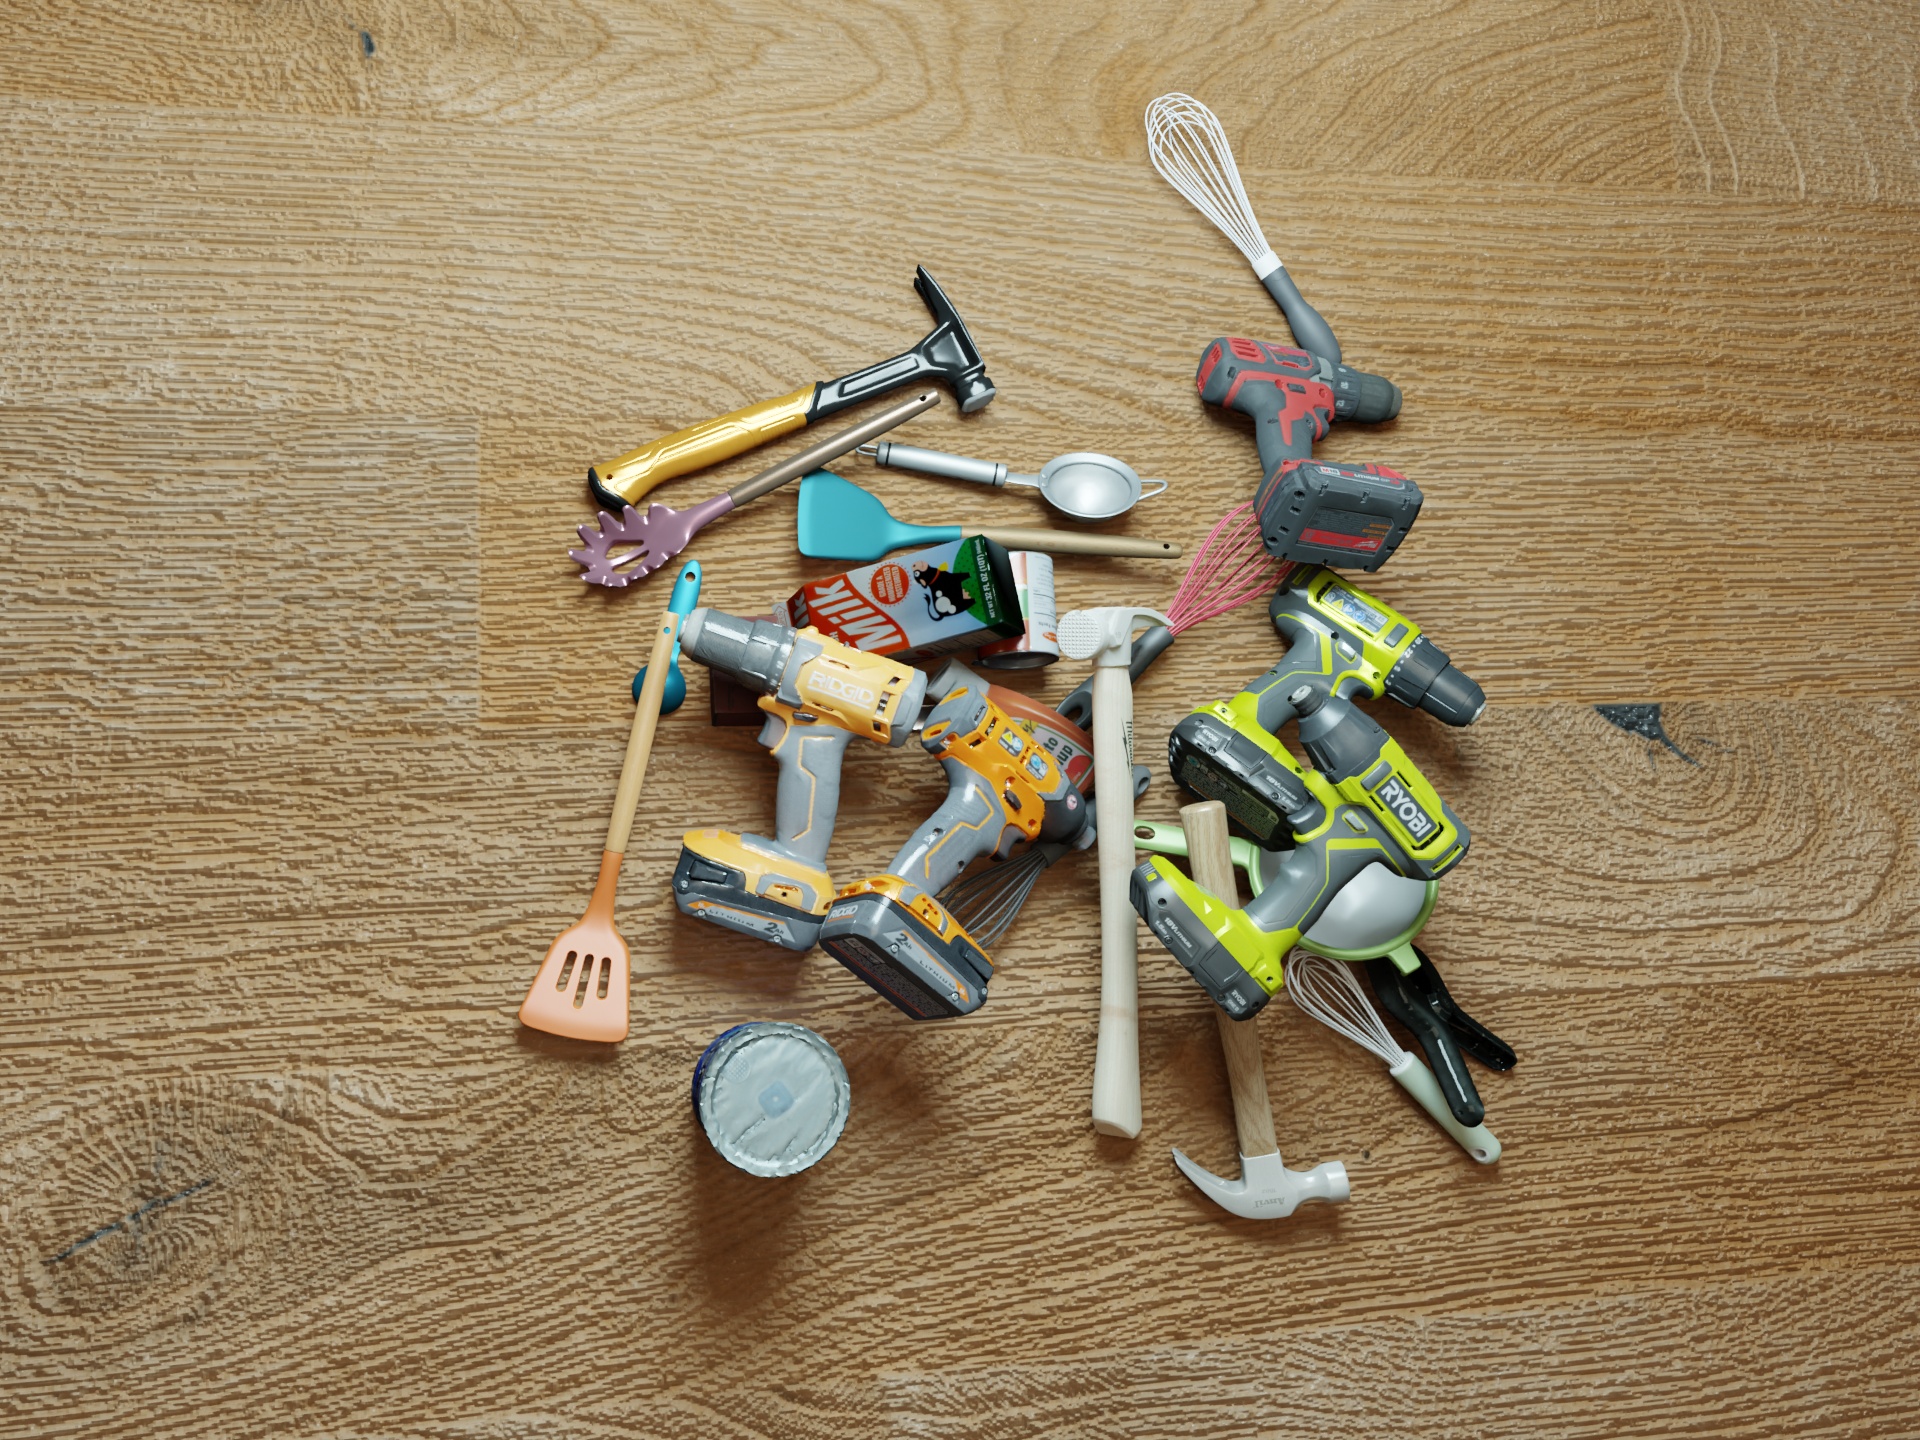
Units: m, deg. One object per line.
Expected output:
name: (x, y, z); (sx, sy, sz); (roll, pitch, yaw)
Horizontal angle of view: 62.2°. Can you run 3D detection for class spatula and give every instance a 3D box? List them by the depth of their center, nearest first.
spatula: (-0.253, 0.075, 1.191); (0.081, 0.041, 0.322); (13, 87, -9)
spatula: (0.027, -0.153, 1.294); (0.317, 0.044, 0.082); (3, 69, -5)

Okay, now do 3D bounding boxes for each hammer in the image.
hammer: (0.126, 0.117, 1.236); (0.038, 0.146, 0.410); (2, 96, 30)
hammer: (0.212, 0.227, 1.241); (0.130, 0.031, 0.331); (-10, 94, 1)
hammer: (-0.144, -0.256, 1.289); (0.337, 0.034, 0.127); (-25, 82, -14)

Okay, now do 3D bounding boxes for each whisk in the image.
whisk: (0.066, 0.110, 1.265); (0.239, 0.055, 0.055); (-37, 89, -20)
whisk: (0.354, 0.273, 1.296); (0.246, 0.058, 0.059); (45, 45, -6)
whisk: (0.182, -0.086, 1.320); (0.296, 0.073, 0.073); (-43, 91, -10)
whisk: (0.251, -0.427, 1.399); (0.070, 0.070, 0.284); (-35, 93, -16)

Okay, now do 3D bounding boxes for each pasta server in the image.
pasta server: (-0.157, -0.188, 1.251); (0.316, 0.040, 0.060); (-28, 81, -5)

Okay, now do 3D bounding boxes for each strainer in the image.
strainer: (0.254, 0.123, 1.298); (0.256, 0.069, 0.152); (10, 63, 8)
strainer: (0.040, -0.201, 1.318); (0.258, 0.050, 0.087); (10, 45, -4)

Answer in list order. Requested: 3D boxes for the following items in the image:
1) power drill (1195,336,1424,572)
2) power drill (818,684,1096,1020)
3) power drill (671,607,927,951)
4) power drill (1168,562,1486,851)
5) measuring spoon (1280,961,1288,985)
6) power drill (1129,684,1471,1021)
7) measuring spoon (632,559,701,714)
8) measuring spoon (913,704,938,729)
power drill: (0.307, -0.229, 1.324); (0.187, 0.080, 0.227); (6, 46, -18)
power drill: (0.010, 0.106, 1.176); (0.164, 0.084, 0.227); (41, 58, -20)
power drill: (-0.146, 0.037, 1.180); (0.185, 0.084, 0.226); (20, 96, -9)
power drill: (0.296, -0.006, 1.286); (0.191, 0.080, 0.228); (37, 66, 17)
measuring spoon: (0.226, 0.176, 1.305); (0.117, 0.011, 0.021); (45, 72, -5)
power drill: (0.240, 0.096, 1.169); (0.223, 0.080, 0.171); (-42, 101, 3)
measuring spoon: (-0.224, -0.068, 1.245); (0.042, 0.021, 0.129); (15, 78, -9)
measuring spoon: (-0.002, -0.004, 1.288); (0.124, 0.018, 0.034); (0, 102, -6)
